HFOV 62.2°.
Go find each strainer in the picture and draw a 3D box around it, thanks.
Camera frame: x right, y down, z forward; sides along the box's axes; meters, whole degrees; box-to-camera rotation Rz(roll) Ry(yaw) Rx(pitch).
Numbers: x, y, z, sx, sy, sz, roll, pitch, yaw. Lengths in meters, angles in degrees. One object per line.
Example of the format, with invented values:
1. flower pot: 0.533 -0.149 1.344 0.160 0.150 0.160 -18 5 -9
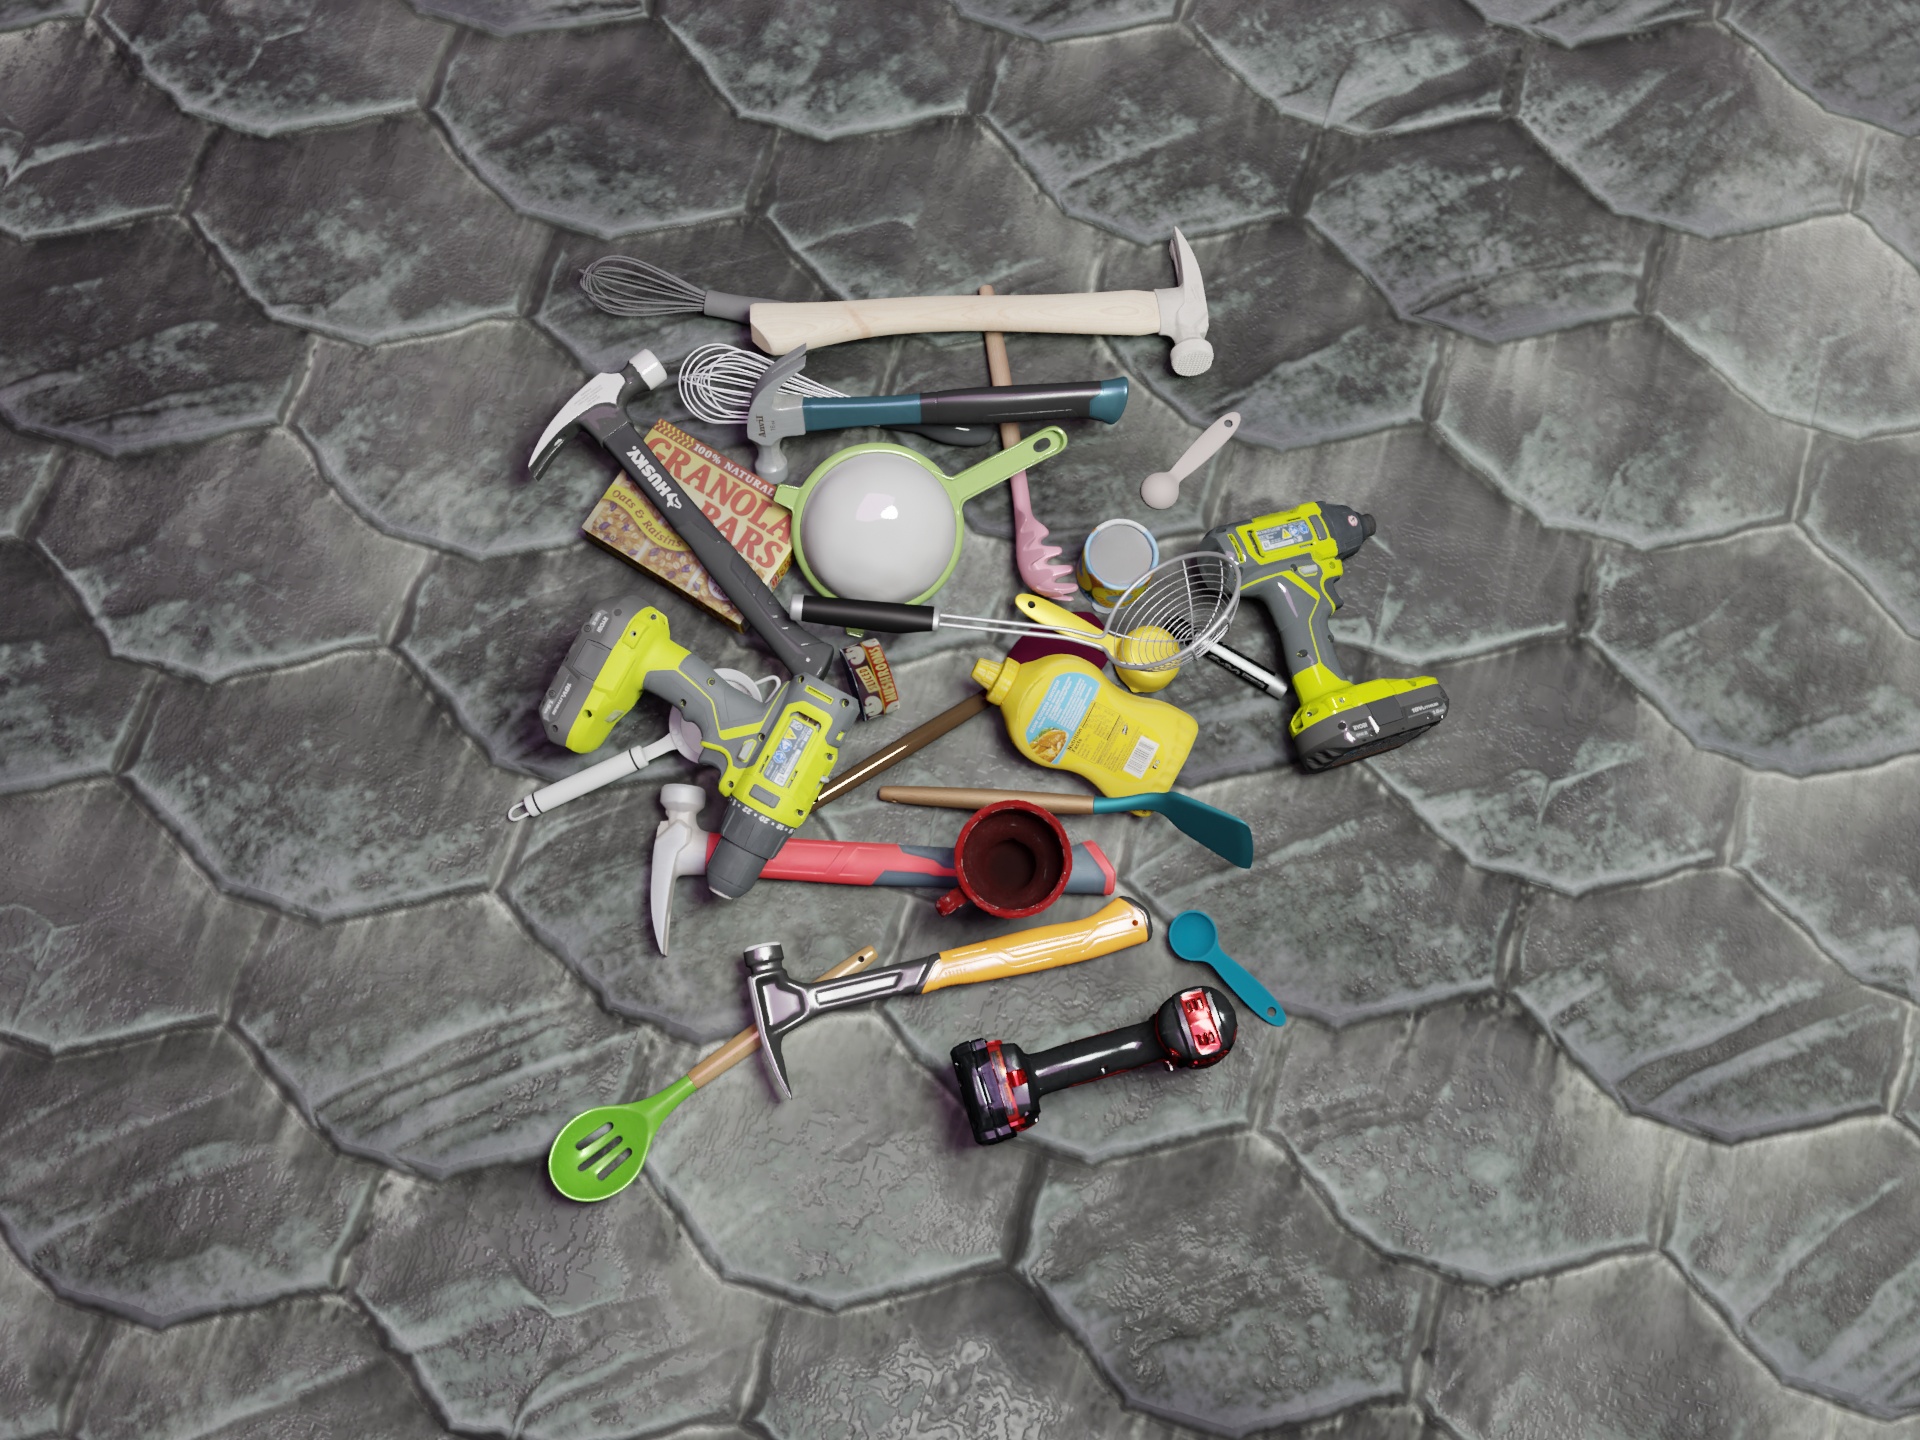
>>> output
1. strainer: -0.021 -0.182 1.351 0.256 0.069 0.151 -27 108 1
2. strainer: -0.266 0.028 1.353 0.258 0.050 0.087 -24 66 -1

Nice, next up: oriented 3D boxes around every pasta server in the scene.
1. pasta server: 0.053 -0.252 1.429 0.040 0.060 0.316 -16 73 25

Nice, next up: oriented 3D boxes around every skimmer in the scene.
1. skimmer: 0.043 -0.100 1.302 0.363 0.090 0.127 5 43 -1

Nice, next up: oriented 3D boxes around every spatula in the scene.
1. spatula: 0.084 0.078 1.326 0.317 0.082 0.044 3 60 12

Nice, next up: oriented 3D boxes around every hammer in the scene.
1. hammer: -0.226 -0.154 1.357 0.146 0.035 0.335 -39 82 -10
2. hammer: -0.064 0.136 1.335 0.386 0.038 0.143 4 78 -1
3. hammer: -0.021 -0.270 1.378 0.331 0.128 0.033 -3 47 0
4. hammer: -0.002 0.211 1.310 0.337 0.034 0.127 -12 78 -9
5. hammer: 0.017 -0.374 1.435 0.410 0.038 0.146 -3 66 -5

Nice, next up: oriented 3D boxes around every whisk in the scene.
1. whisk: -0.110 -0.280 1.424 0.284 0.070 0.070 10 77 -5
2. whisk: -0.229 -0.381 1.446 0.239 0.055 0.055 10 77 -3

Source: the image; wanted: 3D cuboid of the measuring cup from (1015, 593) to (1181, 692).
1. measuring cup: 0.121 -0.076 1.381 0.156 0.029 0.062 25 73 -7

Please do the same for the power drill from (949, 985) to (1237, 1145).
1. power drill: 0.110 0.269 1.264 0.219 0.143 0.079 -17 74 1

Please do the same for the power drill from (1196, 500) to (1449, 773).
1. power drill: 0.321 -0.080 1.372 0.171 0.080 0.223 -15 75 -22

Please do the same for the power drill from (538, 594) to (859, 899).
1. power drill: -0.219 0.018 1.294 0.228 0.080 0.190 29 90 6

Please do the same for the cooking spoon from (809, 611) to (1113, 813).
1. cooking spoon: -0.002 -0.004 1.362 0.319 0.017 0.069 -31 80 -17

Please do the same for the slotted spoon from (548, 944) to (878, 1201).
1. slotted spoon: -0.197 0.282 1.303 0.314 0.031 0.070 -35 81 -11

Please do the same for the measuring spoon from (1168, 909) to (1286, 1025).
1. measuring spoon: 0.225 0.211 1.341 0.128 0.021 0.042 44 79 -1

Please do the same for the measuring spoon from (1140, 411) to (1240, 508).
1. measuring spoon: 0.212 -0.240 1.441 0.034 0.018 0.124 44 79 8
